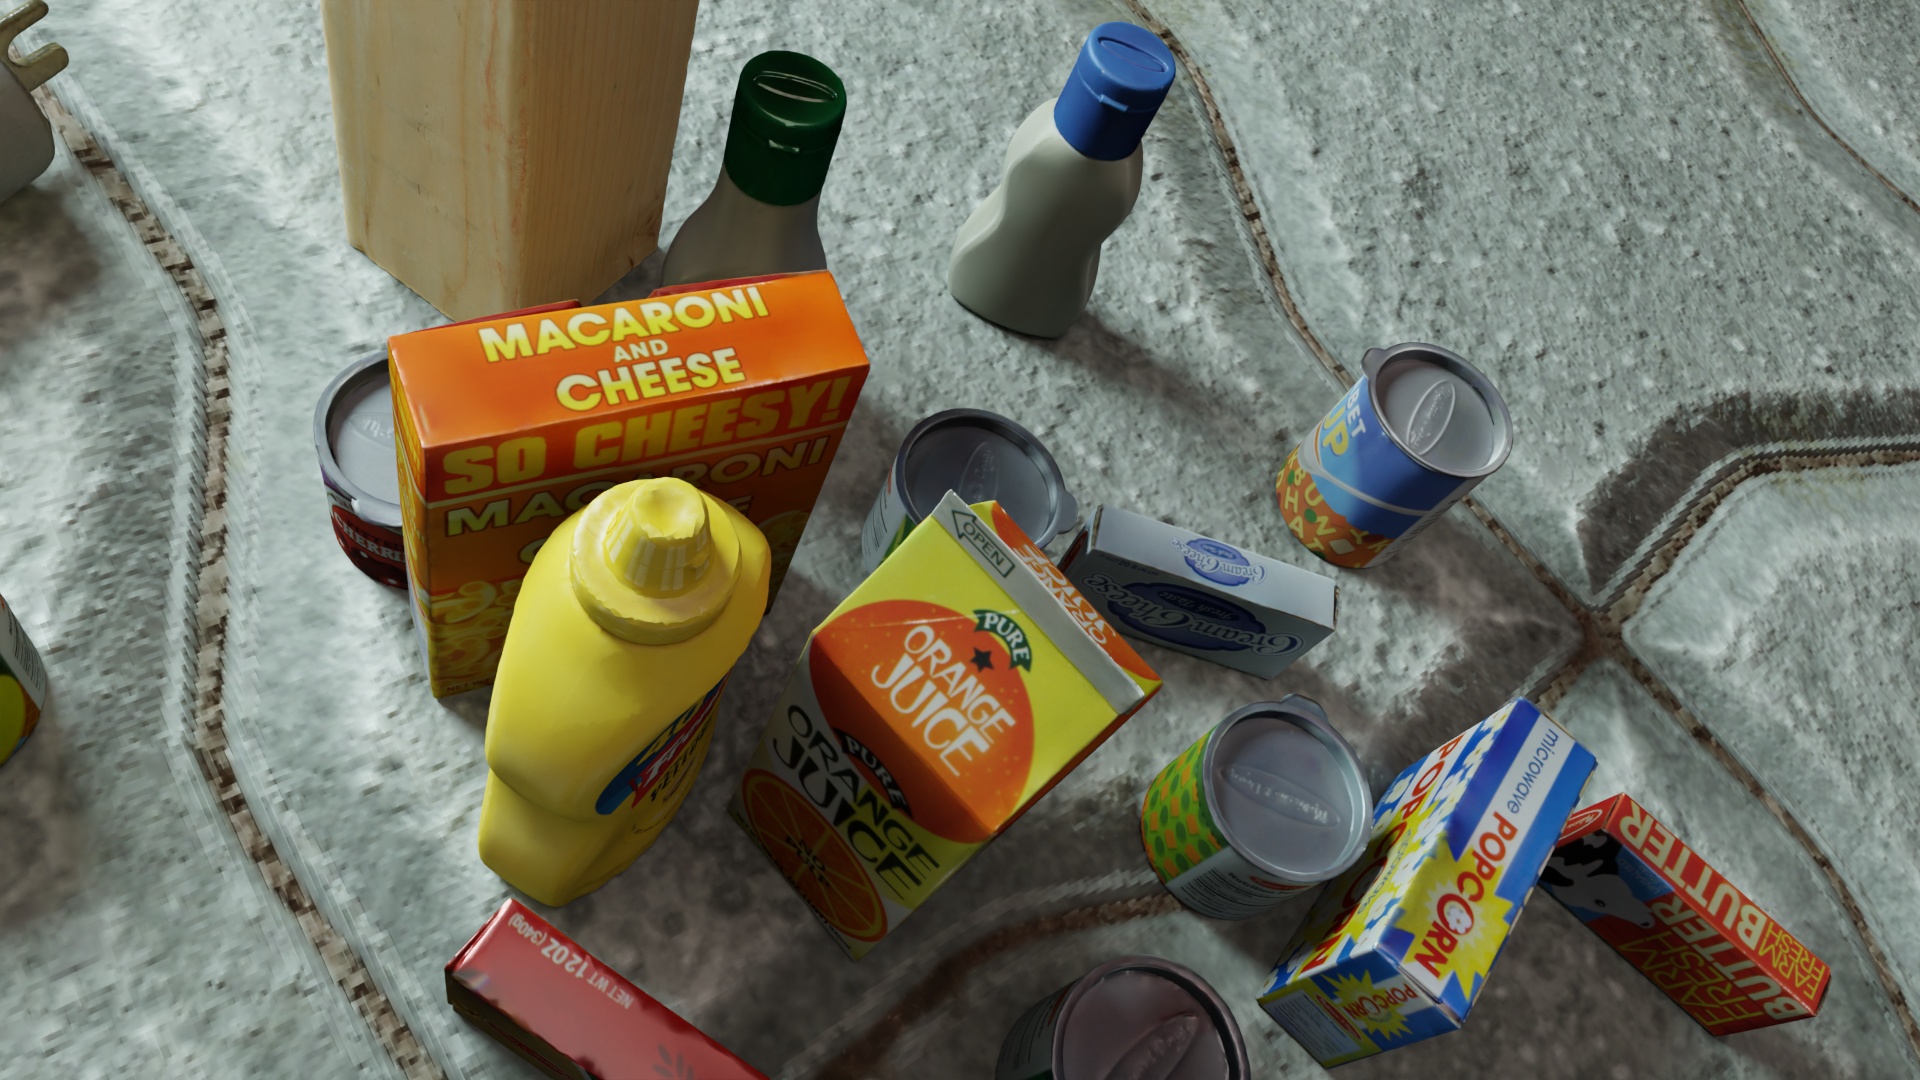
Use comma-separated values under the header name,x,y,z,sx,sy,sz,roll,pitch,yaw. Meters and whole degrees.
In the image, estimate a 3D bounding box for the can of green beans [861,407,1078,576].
name,x,y,z,sx,sy,sz,roll,pitch,yaw
can of green beans,0.000,-0.008,0.535,0.071,0.057,0.071,9,59,-15

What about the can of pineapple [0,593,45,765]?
name,x,y,z,sx,sy,sz,roll,pitch,yaw
can of pineapple,-0.310,0.037,0.400,0.071,0.057,0.071,9,59,-15

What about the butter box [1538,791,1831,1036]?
name,x,y,z,sx,sy,sz,roll,pitch,yaw
butter box,0.279,0.148,0.547,0.103,0.053,0.024,42,57,7

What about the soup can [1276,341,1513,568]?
name,x,y,z,sx,sy,sz,roll,pitch,yaw
soup can,0.182,-0.037,0.600,0.071,0.083,0.071,9,59,-15

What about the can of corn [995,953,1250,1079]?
name,x,y,z,sx,sy,sz,roll,pitch,yaw
can of corn,0.052,0.176,0.448,0.071,0.058,0.071,9,59,-15

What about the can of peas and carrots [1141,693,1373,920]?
name,x,y,z,sx,sy,sz,roll,pitch,yaw
can of peas and carrots,0.108,0.098,0.511,0.071,0.058,0.071,9,59,-15

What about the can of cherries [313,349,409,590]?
name,x,y,z,sx,sy,sz,roll,pitch,yaw
can of cherries,-0.185,-0.022,0.478,0.071,0.058,0.072,9,59,-15

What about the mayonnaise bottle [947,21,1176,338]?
name,x,y,z,sx,sy,sz,roll,pitch,yaw
mayonnaise bottle,0.043,-0.145,0.574,0.065,0.147,0.041,22,57,-7

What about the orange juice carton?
name,x,y,z,sx,sy,sz,roll,pitch,yaw
orange juice carton,-0.007,0.056,0.415,0.073,0.191,0.072,-36,78,-32

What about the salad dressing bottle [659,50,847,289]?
name,x,y,z,sx,sy,sz,roll,pitch,yaw
salad dressing bottle,-0.075,-0.114,0.515,0.064,0.147,0.044,11,59,-14

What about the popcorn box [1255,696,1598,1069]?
name,x,y,z,sx,sy,sz,roll,pitch,yaw
popcorn box,0.169,0.123,0.503,0.038,0.084,0.127,41,57,6

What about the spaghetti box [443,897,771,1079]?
name,x,y,z,sx,sy,sz,roll,pitch,yaw
spaghetti box,-0.043,0.193,0.410,0.250,0.050,0.029,34,56,2

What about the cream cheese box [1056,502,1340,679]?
name,x,y,z,sx,sy,sz,roll,pitch,yaw
cream cheese box,0.091,0.022,0.553,0.104,0.053,0.024,18,58,-9

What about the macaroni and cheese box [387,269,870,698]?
name,x,y,z,sx,sy,sz,roll,pitch,yaw
macaroni and cheese box,-0.108,-0.013,0.435,0.124,0.165,0.040,-14,68,-26
